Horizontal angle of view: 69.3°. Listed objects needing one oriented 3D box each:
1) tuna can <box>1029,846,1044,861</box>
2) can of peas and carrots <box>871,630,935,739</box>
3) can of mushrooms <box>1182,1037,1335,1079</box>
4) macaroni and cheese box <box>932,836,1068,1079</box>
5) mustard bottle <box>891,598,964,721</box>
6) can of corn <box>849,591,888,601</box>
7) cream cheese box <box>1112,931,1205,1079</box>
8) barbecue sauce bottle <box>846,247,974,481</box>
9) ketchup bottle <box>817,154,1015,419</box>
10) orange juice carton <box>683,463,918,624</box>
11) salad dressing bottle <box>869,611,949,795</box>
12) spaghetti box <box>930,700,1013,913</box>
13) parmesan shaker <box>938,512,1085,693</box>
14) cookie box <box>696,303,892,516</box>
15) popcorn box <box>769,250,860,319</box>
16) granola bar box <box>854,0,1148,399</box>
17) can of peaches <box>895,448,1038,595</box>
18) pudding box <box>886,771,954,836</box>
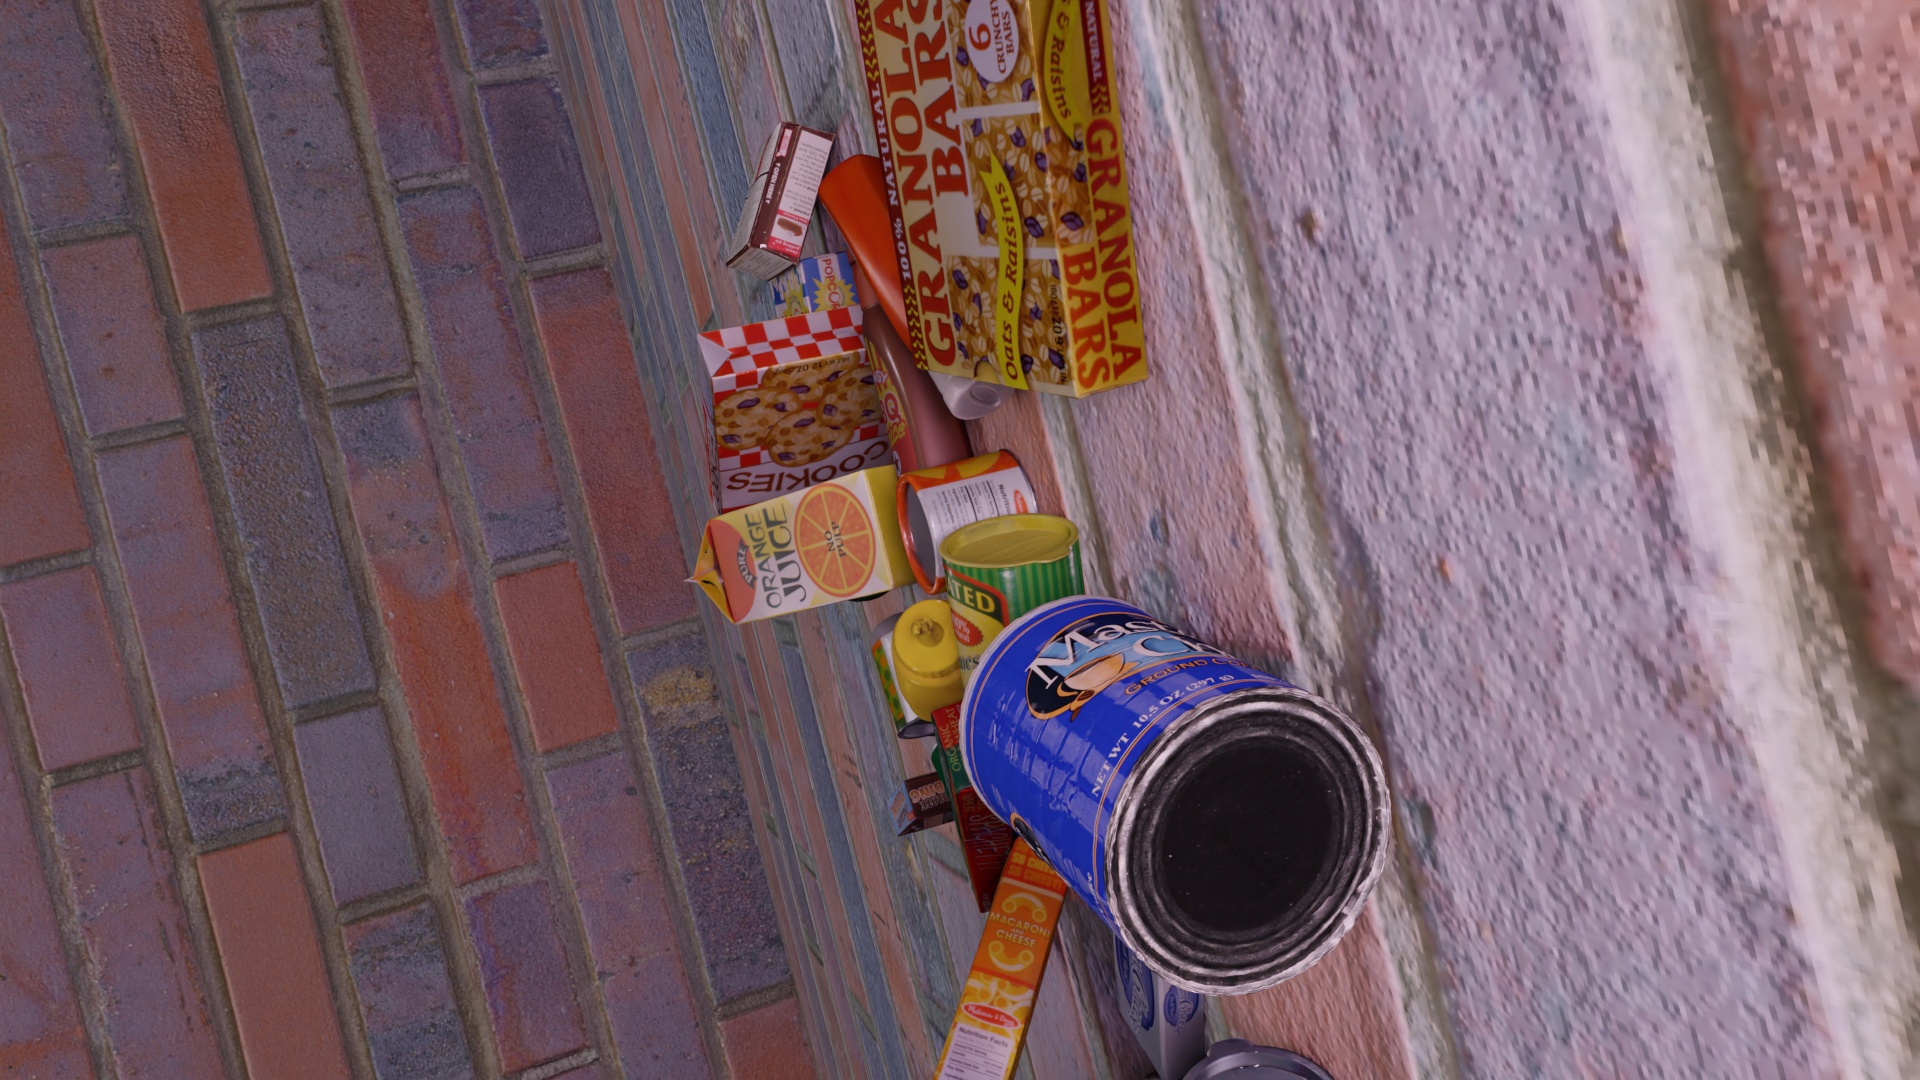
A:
[{"bbox_3d":[0.049,0.131,0.739,0.071,0.033,0.071,167,89,-74],"label":"tuna can"},{"bbox_3d":[-0.016,0.085,0.860,0.070,0.071,0.059,114,139,-65],"label":"can of peas and carrots"},{"bbox_3d":[0.116,0.230,0.538,0.071,0.071,0.033,-134,32,-60],"label":"can of mushrooms"},{"bbox_3d":[0.018,0.269,0.778,0.123,0.040,0.167,96,-167,-50],"label":"macaroni and cheese box"},{"bbox_3d":[-0.006,0.062,0.742,0.160,0.065,0.049,65,-162,-70],"label":"mustard bottle"},{"bbox_3d":[-0.070,0.004,0.963,0.058,0.071,0.071,116,137,-65],"label":"can of corn"},{"bbox_3d":[0.094,0.202,0.664,0.053,0.024,0.103,-132,32,-58],"label":"cream cheese box"},{"bbox_3d":[-0.029,-0.098,0.784,0.065,0.044,0.148,162,94,-76],"label":"barbecue sauce bottle"},{"bbox_3d":[-0.020,-0.129,0.708,0.064,0.043,0.149,23,-146,-58],"label":"ketchup bottle"},{"bbox_3d":[-0.092,0.005,0.879,0.192,0.072,0.073,-14,90,42],"label":"orange juice carton"},{"bbox_3d":[-0.016,0.113,0.928,0.064,0.044,0.148,94,155,-43],"label":"salad dressing bottle"},{"bbox_3d":[0.012,0.162,0.818,0.249,0.029,0.050,82,170,-61],"label":"spaghetti box"},{"bbox_3d":[0.031,0.047,0.667,0.071,0.071,0.102,-141,39,-64],"label":"parmesan shaker"},{"bbox_3d":[-0.105,-0.079,0.914,0.166,0.123,0.040,102,150,-57],"label":"cookie box"},{"bbox_3d":[-0.100,-0.156,0.985,0.127,0.038,0.085,-161,59,-71],"label":"popcorn box"},{"bbox_3d":[0.014,-0.146,0.559,0.124,0.039,0.165,19,124,55],"label":"granola bar box"},{"bbox_3d":[0.003,-0.009,0.729,0.071,0.058,0.071,167,89,-73],"label":"can of peaches"},{"bbox_3d":[-0.020,0.186,0.991,0.083,0.050,0.030,120,135,-67],"label":"pudding box"}]
